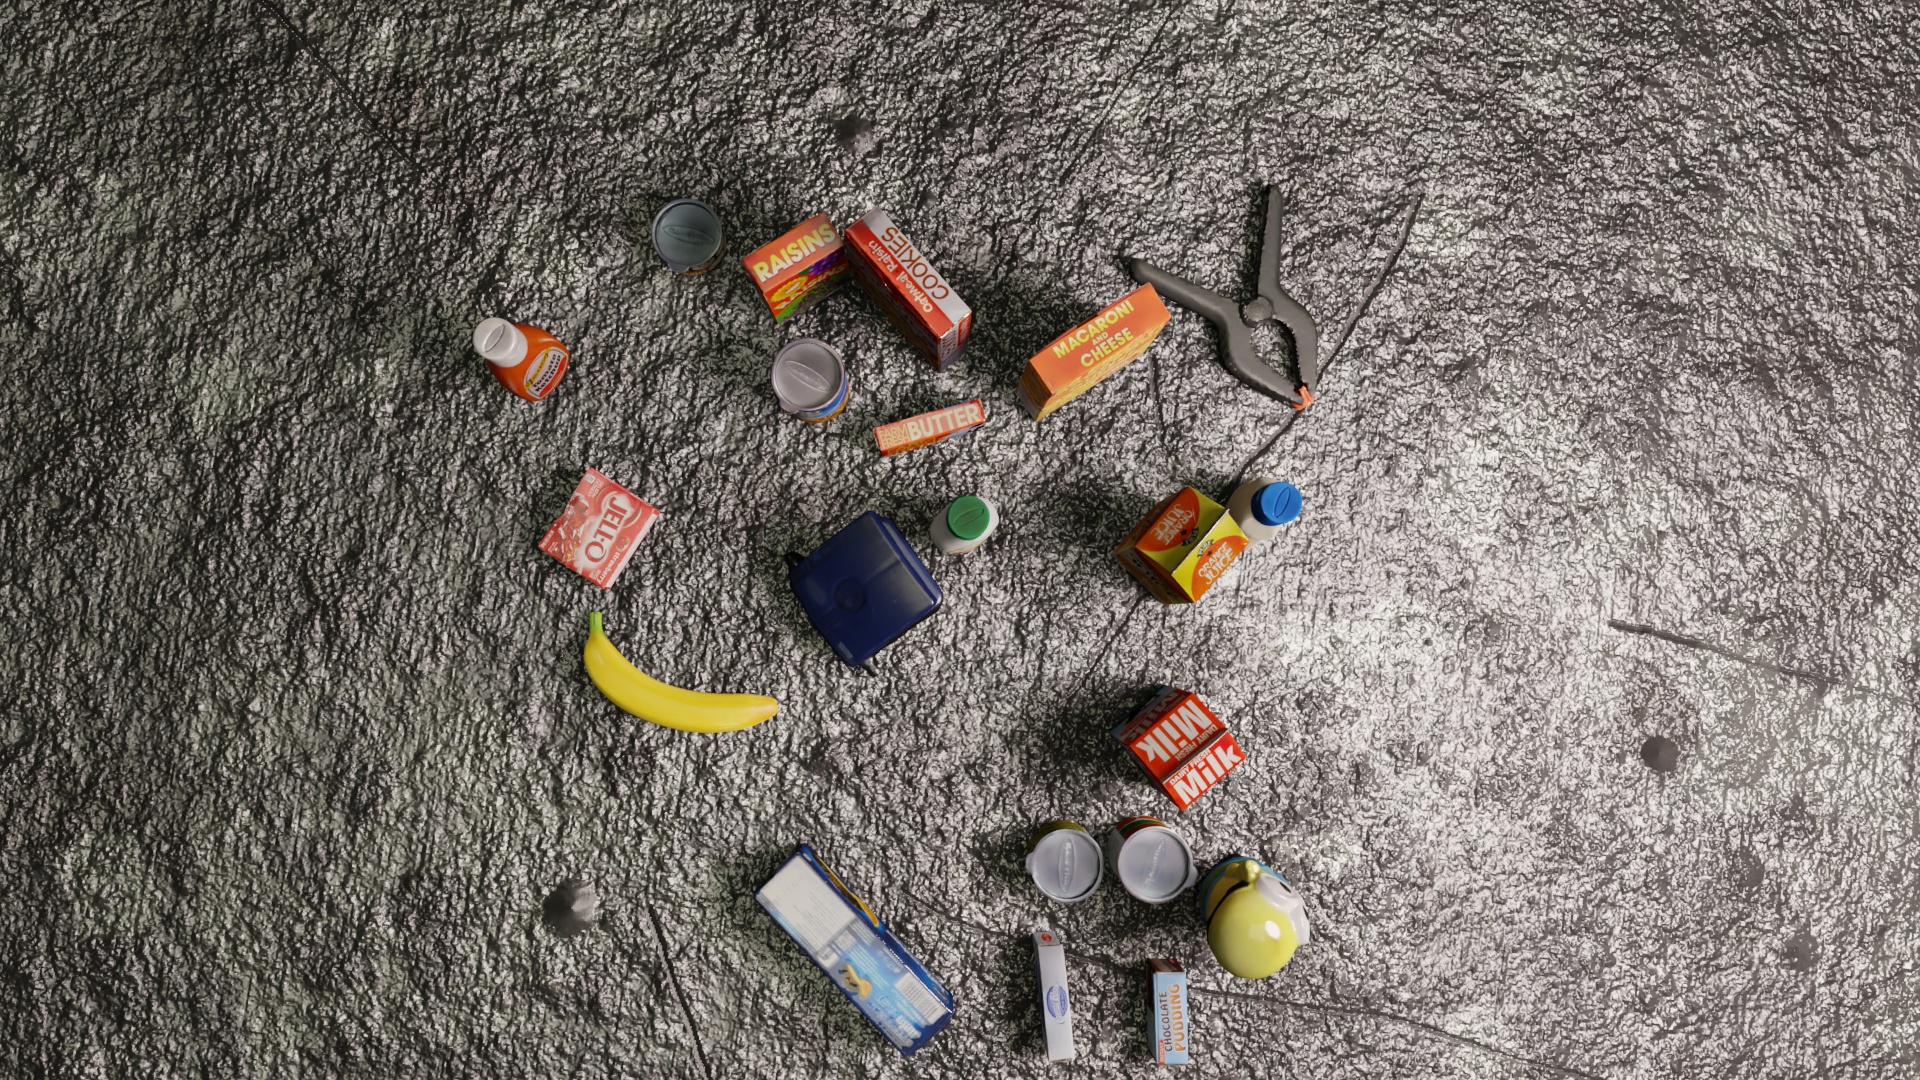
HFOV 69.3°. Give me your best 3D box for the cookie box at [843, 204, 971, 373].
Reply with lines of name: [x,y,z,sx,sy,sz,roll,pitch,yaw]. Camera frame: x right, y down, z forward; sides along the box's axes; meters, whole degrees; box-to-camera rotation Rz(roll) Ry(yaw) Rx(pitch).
cookie box: [-0.046,-0.219,1.239,0.040,0.167,0.123,-42,88,-3]

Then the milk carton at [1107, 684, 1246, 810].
milk carton: [0.188,0.178,1.204,0.072,0.190,0.073,-39,88,-3]

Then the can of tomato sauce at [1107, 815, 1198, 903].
can of tomato sauce: [0.171,0.285,1.250,0.071,0.083,0.071,0,86,-1]

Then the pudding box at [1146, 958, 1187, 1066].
pudding box: [0.186,0.426,1.257,0.030,0.049,0.083,-1,86,-1]

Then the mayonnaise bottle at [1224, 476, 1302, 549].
mayonnaise bottle: [0.269,-0.027,1.243,0.041,0.148,0.065,23,86,0]

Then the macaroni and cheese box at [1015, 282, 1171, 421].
macaroni and cheese box: [0.114,-0.165,1.240,0.124,0.166,0.040,-33,88,-3]

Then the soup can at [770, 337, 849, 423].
soup can: [-0.138,-0.143,1.273,0.071,0.083,0.071,0,86,-1]

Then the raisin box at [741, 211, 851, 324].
raisin box: [-0.146,-0.246,1.261,0.086,0.123,0.040,-31,88,-3]

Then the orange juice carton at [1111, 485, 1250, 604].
orange juice carton: [0.192,0.006,1.216,0.073,0.192,0.072,43,86,1]

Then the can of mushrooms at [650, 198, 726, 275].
can of mushrooms: [-0.256,-0.282,1.306,0.071,0.033,0.071,0,86,-1]

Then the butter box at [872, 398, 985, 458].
butter box: [-0.028,-0.104,1.289,0.103,0.053,0.024,-16,87,-3]

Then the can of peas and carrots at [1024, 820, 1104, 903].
can of peas and carrots: [0.092,0.290,1.260,0.071,0.058,0.071,0,86,-1]

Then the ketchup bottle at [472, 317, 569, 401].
ketchup bottle: [-0.393,-0.165,1.236,0.043,0.148,0.065,32,86,1]

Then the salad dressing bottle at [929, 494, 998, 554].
salad dressing bottle: [0.004,-0.015,1.235,0.064,0.147,0.044,-27,87,-3]

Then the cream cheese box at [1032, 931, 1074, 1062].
cream cheese box: [0.084,0.410,1.253,0.024,0.053,0.104,-6,86,-2]
